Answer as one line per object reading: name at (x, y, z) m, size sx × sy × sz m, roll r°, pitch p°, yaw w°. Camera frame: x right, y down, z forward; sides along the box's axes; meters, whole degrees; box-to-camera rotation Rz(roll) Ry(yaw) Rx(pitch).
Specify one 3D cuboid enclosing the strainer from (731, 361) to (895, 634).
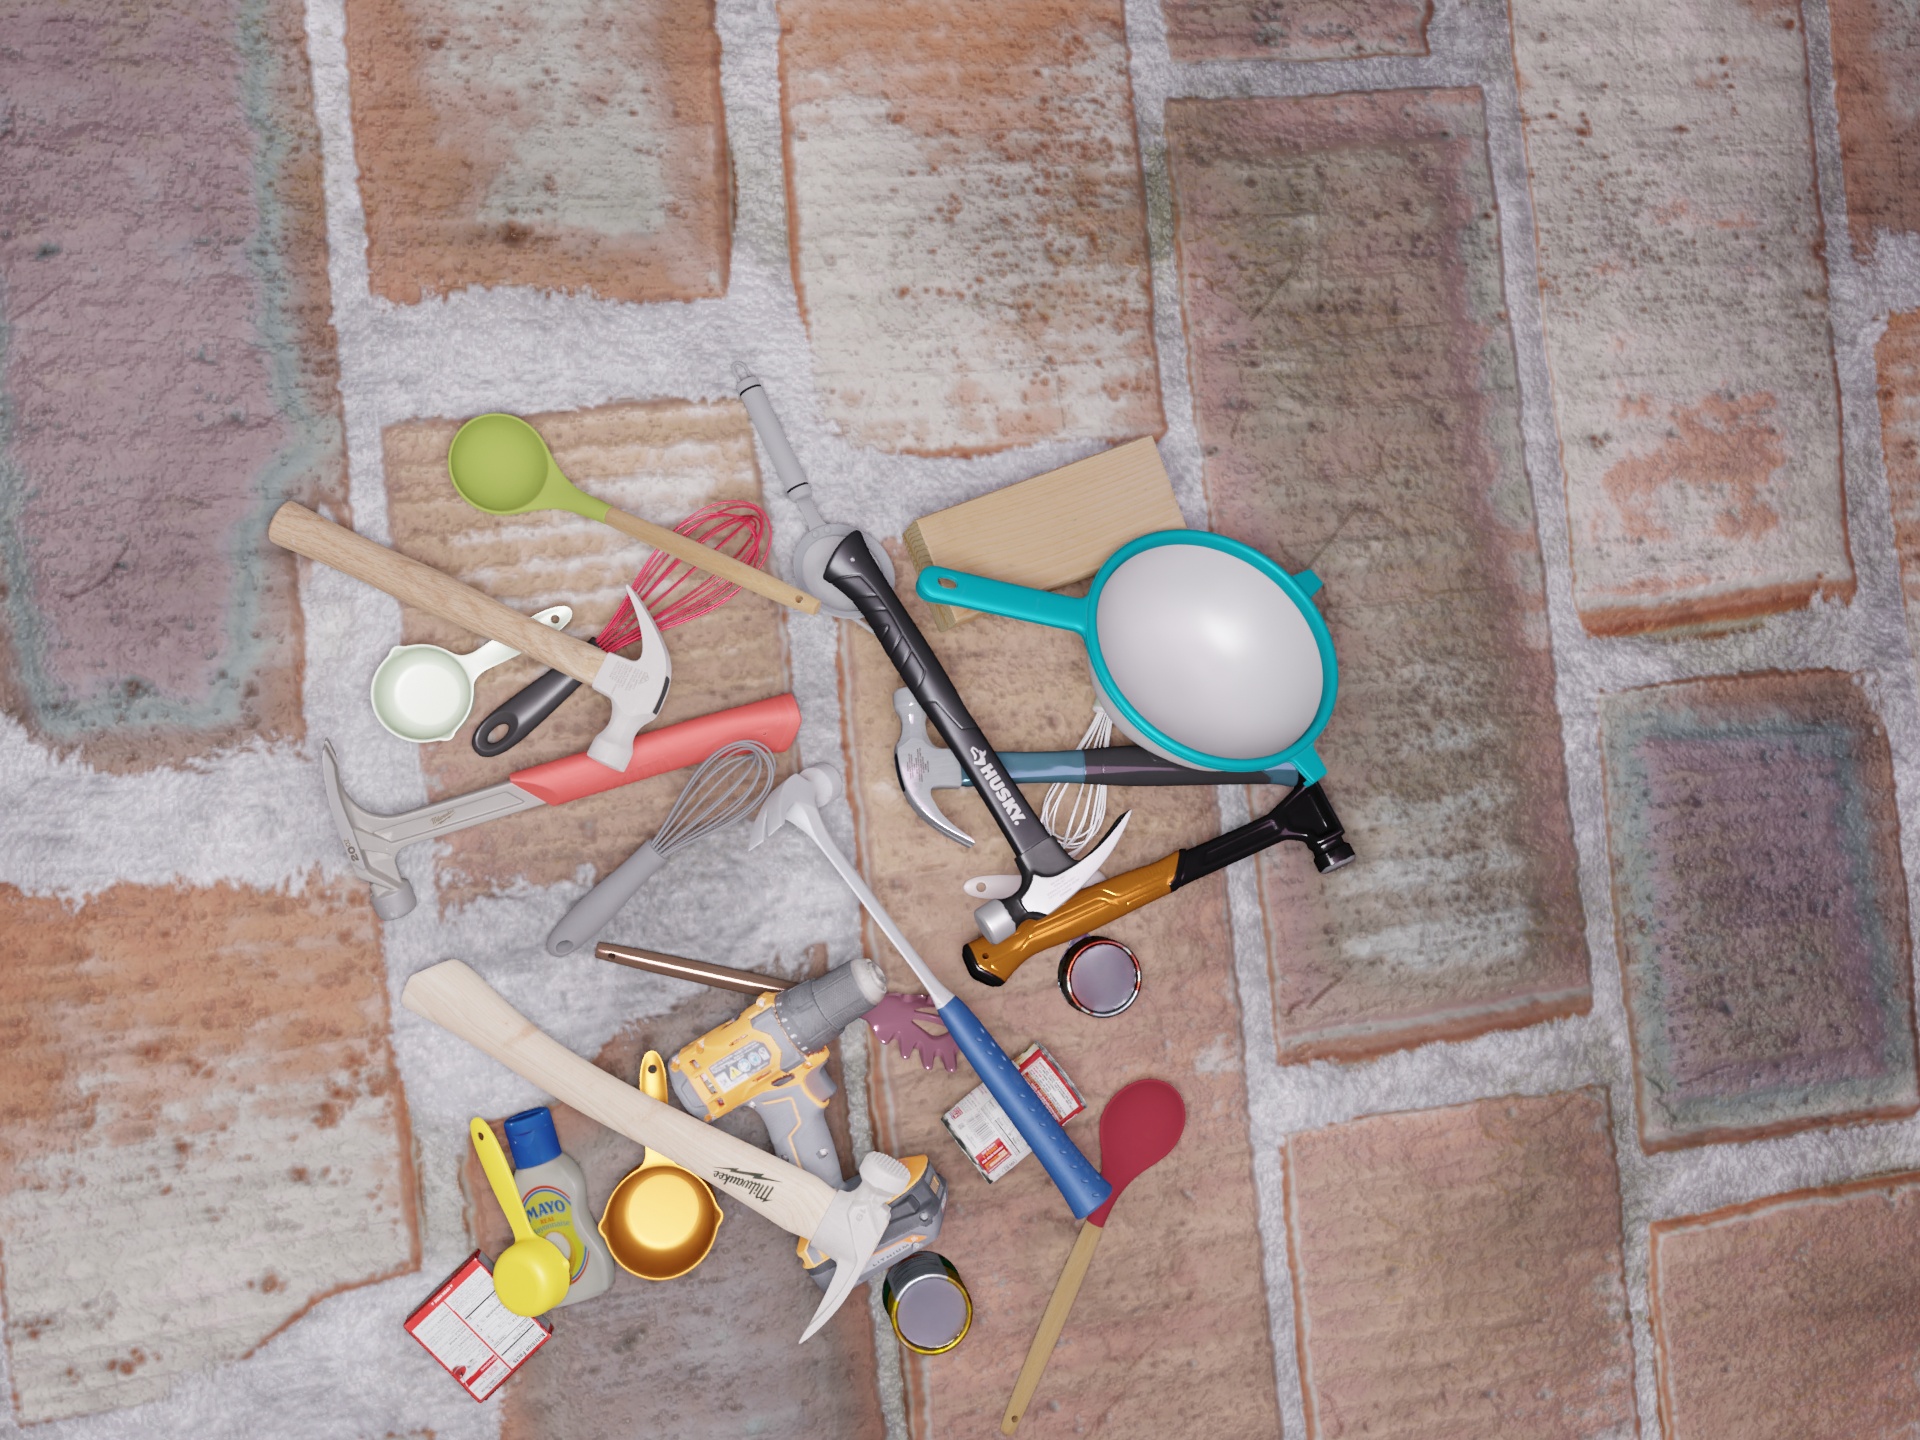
strainer at (-0.127, -0.178, 1.295) m, size 0.087 × 0.050 × 0.258 m, roll -24°, pitch 86°, yaw -30°

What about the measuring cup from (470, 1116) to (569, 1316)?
measuring cup at (-0.347, 0.378, 1.208) m, size 0.062 × 0.029 × 0.156 m, roll -23°, pitch 88°, yaw 23°

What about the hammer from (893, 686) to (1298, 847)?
hammer at (0.112, 0.036, 1.285) m, size 0.331 × 0.033 × 0.128 m, roll -1°, pitch 79°, yaw -9°

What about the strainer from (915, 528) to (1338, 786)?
strainer at (0.122, -0.052, 1.244) m, size 0.340 × 0.095 × 0.211 m, roll 12°, pitch 60°, yaw -11°

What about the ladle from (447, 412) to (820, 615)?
ladle at (-0.250, -0.150, 1.214) m, size 0.320 × 0.062 × 0.078 m, roll 25°, pitch 87°, yaw 14°

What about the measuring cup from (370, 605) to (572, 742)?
measuring cup at (-0.379, -0.043, 1.248) m, size 0.167 × 0.038 × 0.083 m, roll -31°, pitch 93°, yaw -11°

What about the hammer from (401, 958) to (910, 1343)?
hammer at (-0.249, 0.308, 1.207) m, size 0.411 × 0.038 × 0.146 m, roll 27°, pitch 91°, yaw 8°

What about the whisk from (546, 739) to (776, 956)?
whisk at (-0.237, 0.104, 1.249) m, size 0.239 × 0.055 × 0.055 m, roll -43°, pitch 95°, yaw 5°

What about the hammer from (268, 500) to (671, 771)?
hammer at (-0.374, -0.088, 1.213) m, size 0.331 × 0.031 × 0.130 m, roll 25°, pitch 81°, yaw 4°

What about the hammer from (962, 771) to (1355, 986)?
hammer at (0.154, 0.126, 1.313) m, size 0.337 × 0.034 × 0.127 m, roll -23°, pitch 76°, yaw -11°

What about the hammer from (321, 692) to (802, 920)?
hammer at (-0.301, 0.035, 1.243) m, size 0.359 × 0.037 × 0.149 m, roll -17°, pitch 113°, yaw -13°

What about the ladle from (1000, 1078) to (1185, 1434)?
ladle at (0.102, 0.443, 1.319) m, size 0.069 × 0.031 × 0.315 m, roll 25°, pitch 86°, yaw -6°

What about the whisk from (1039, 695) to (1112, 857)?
whisk at (0.118, 0.000, 1.329) m, size 0.059 × 0.058 × 0.246 m, roll 27°, pitch 78°, yaw -39°

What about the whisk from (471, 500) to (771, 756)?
whisk at (-0.269, -0.070, 1.259) m, size 0.296 × 0.073 × 0.073 m, roll -40°, pitch 95°, yaw -2°

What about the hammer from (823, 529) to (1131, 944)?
hammer at (-0.002, -0.004, 1.241) m, size 0.146 × 0.035 × 0.335 m, roll -31°, pitch 84°, yaw -13°

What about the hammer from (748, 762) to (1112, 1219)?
hammer at (-0.020, 0.211, 1.226) m, size 0.035 × 0.144 × 0.405 m, roll -38°, pitch 87°, yaw 19°

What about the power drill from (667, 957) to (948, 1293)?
power drill at (-0.095, 0.310, 1.244) m, size 0.185 × 0.084 × 0.226 m, roll -33°, pitch 92°, yaw 9°

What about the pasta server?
pasta server at (-0.137, 0.221, 1.279) m, size 0.316 × 0.040 × 0.060 m, roll 14°, pitch 101°, yaw -8°

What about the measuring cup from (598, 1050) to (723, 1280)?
measuring cup at (-0.237, 0.347, 1.252) m, size 0.095 × 0.052 × 0.174 m, roll -4°, pitch 83°, yaw -8°

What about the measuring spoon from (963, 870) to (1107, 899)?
measuring spoon at (0.064, 0.140, 1.327) m, size 0.124 × 0.018 × 0.034 m, roll 1°, pitch 88°, yaw -9°
